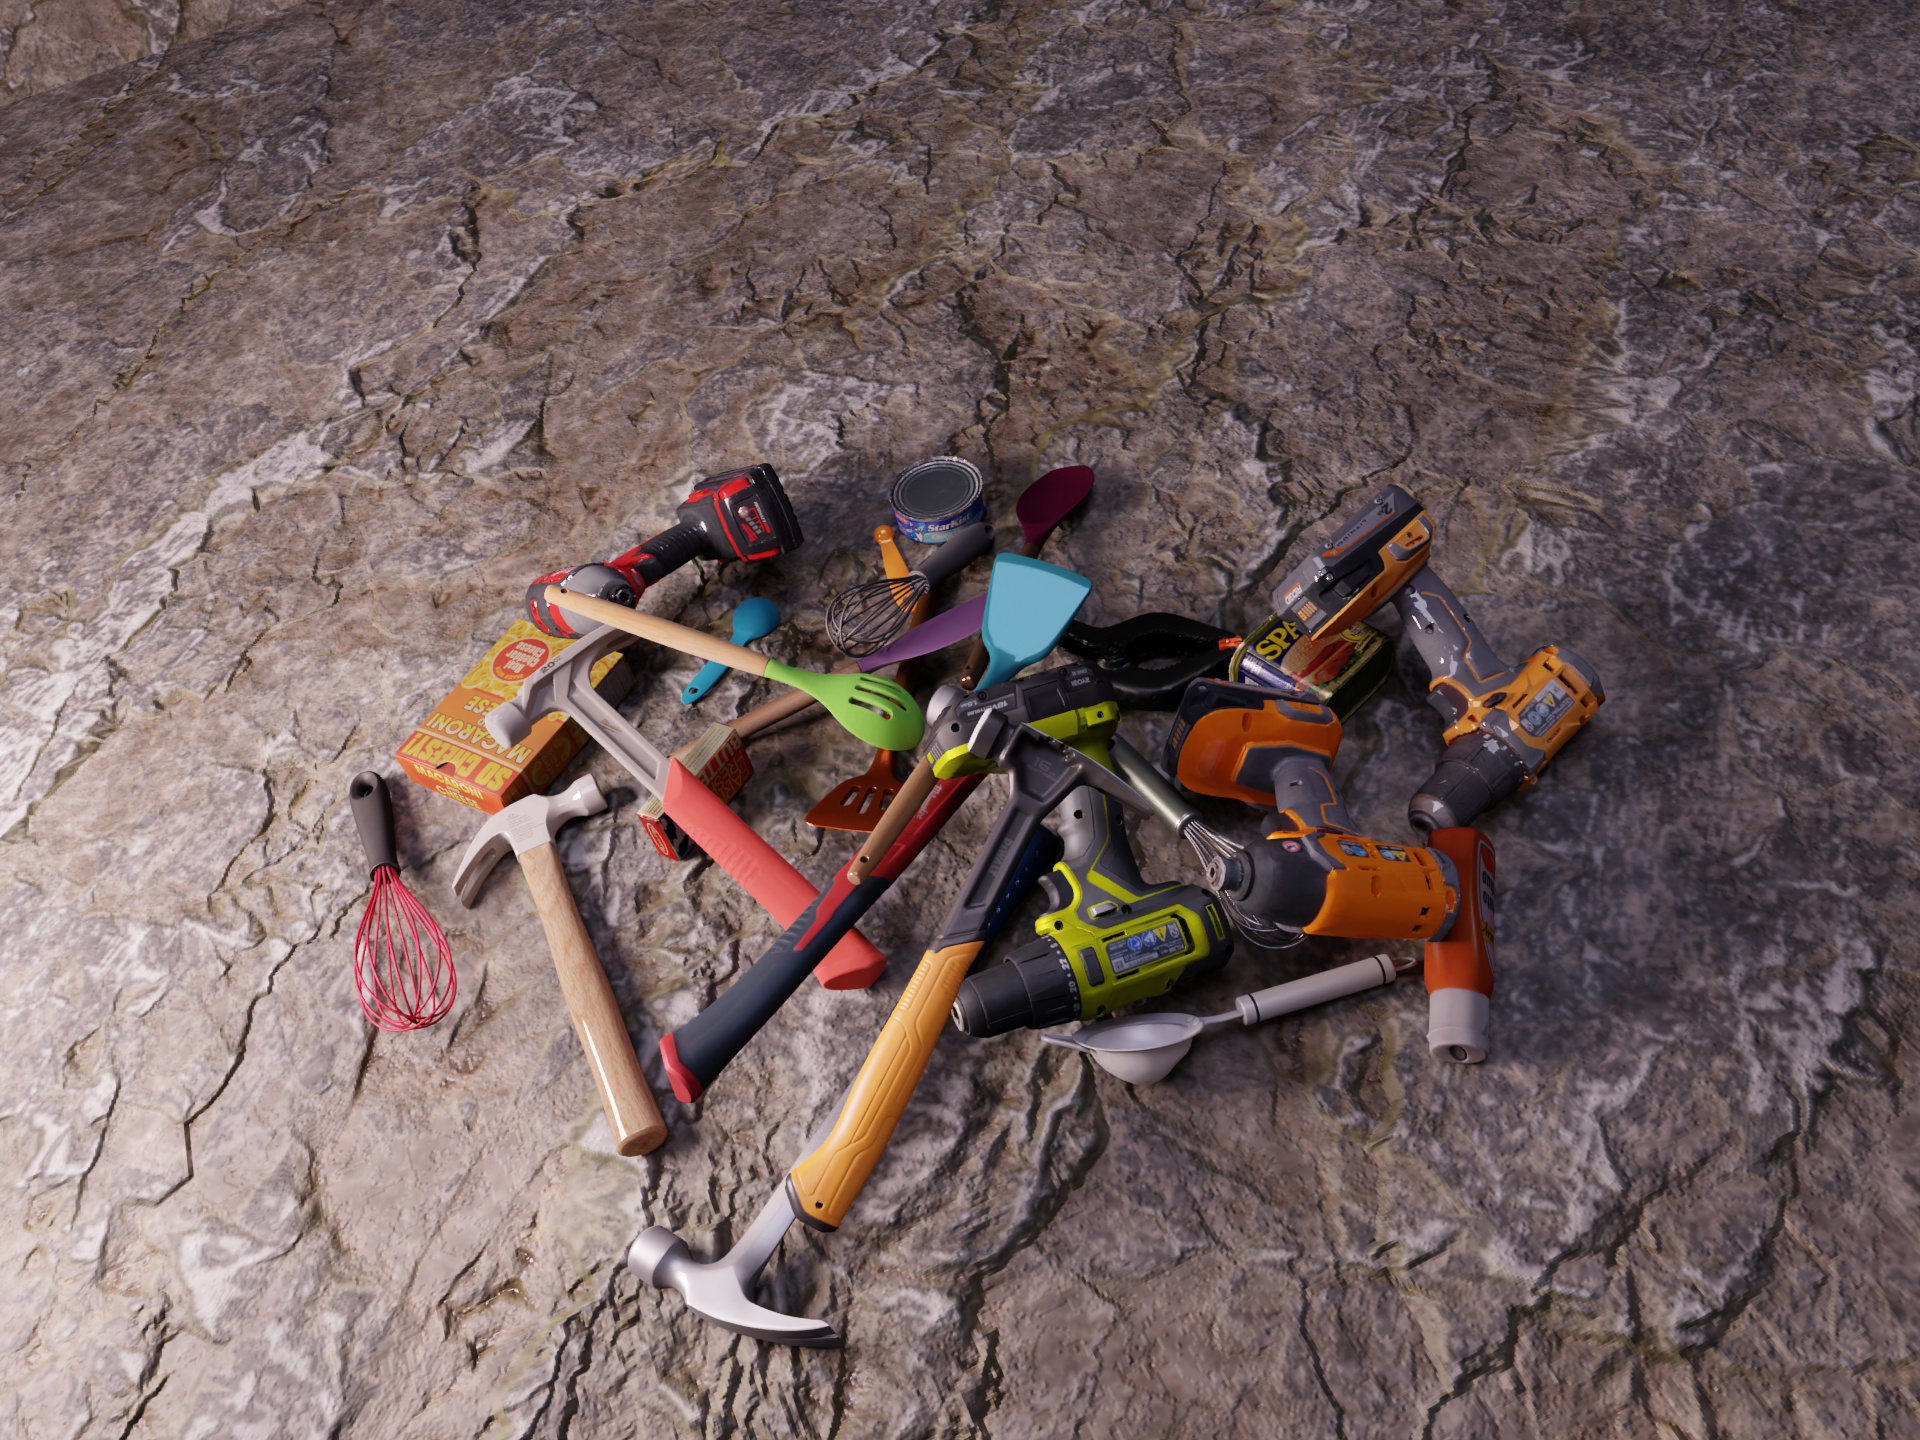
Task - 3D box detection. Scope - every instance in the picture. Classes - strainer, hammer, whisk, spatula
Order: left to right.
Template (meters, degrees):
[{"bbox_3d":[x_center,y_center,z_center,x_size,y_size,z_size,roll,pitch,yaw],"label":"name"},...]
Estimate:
[{"bbox_3d":[-0.442,0.131,1.227,0.073,0.073,0.296,-24,43,-9],"label":"whisk"},{"bbox_3d":[-0.283,0.178,1.165,0.130,0.031,0.332,-25,49,-10],"label":"hammer"},{"bbox_3d":[-0.184,0.065,1.179,0.359,0.036,0.149,40,62,20],"label":"hammer"},{"bbox_3d":[-0.103,-0.029,1.282,0.316,0.018,0.060,-26,28,2],"label":"spatula"},{"bbox_3d":[-0.057,0.119,1.096,0.143,0.038,0.386,22,50,27],"label":"hammer"},{"bbox_3d":[-0.044,0.227,1.067,0.144,0.035,0.406,20,56,27],"label":"hammer"},{"bbox_3d":[-0.048,-0.026,1.285,0.081,0.041,0.323,5,50,10],"label":"spatula"},{"bbox_3d":[-0.036,-0.117,1.324,0.055,0.055,0.239,18,36,25],"label":"whisk"},{"bbox_3d":[-0.006,0.164,0.996,0.127,0.034,0.337,28,79,3],"label":"hammer"},{"bbox_3d":[-0.002,-0.004,1.158,0.082,0.044,0.318,20,50,17],"label":"spatula"},{"bbox_3d":[0.170,0.080,1.143,0.058,0.059,0.247,-46,47,3],"label":"whisk"},{"bbox_3d":[0.182,0.194,1.044,0.258,0.050,0.087,-15,4,-8],"label":"strainer"}]

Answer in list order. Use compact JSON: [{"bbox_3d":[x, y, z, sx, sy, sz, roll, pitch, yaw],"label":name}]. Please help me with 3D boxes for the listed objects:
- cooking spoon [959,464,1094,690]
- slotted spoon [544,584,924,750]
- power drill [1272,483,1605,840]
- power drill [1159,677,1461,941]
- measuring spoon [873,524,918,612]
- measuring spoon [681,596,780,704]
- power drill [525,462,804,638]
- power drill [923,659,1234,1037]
[{"bbox_3d":[0.052,-0.129,1.339,0.069,0.017,0.319,-4,38,26],"label":"cooking spoon"},{"bbox_3d":[-0.174,-0.048,1.228,0.314,0.031,0.070,19,43,3],"label":"slotted spoon"},{"bbox_3d":[0.330,-0.037,1.142,0.185,0.084,0.226,-40,83,-23],"label":"power drill"},{"bbox_3d":[0.213,0.060,1.066,0.164,0.084,0.227,7,30,-19],"label":"power drill"},{"bbox_3d":[-0.057,-0.135,1.401,0.021,0.011,0.117,-17,48,-3],"label":"measuring spoon"},{"bbox_3d":[-0.201,-0.063,1.362,0.042,0.021,0.129,18,54,26],"label":"measuring spoon"},{"bbox_3d":[-0.250,-0.137,1.347,0.219,0.078,0.143,-34,20,-31],"label":"power drill"},{"bbox_3d":[0.059,0.090,1.070,0.190,0.080,0.229,-16,78,-15],"label":"power drill"}]
